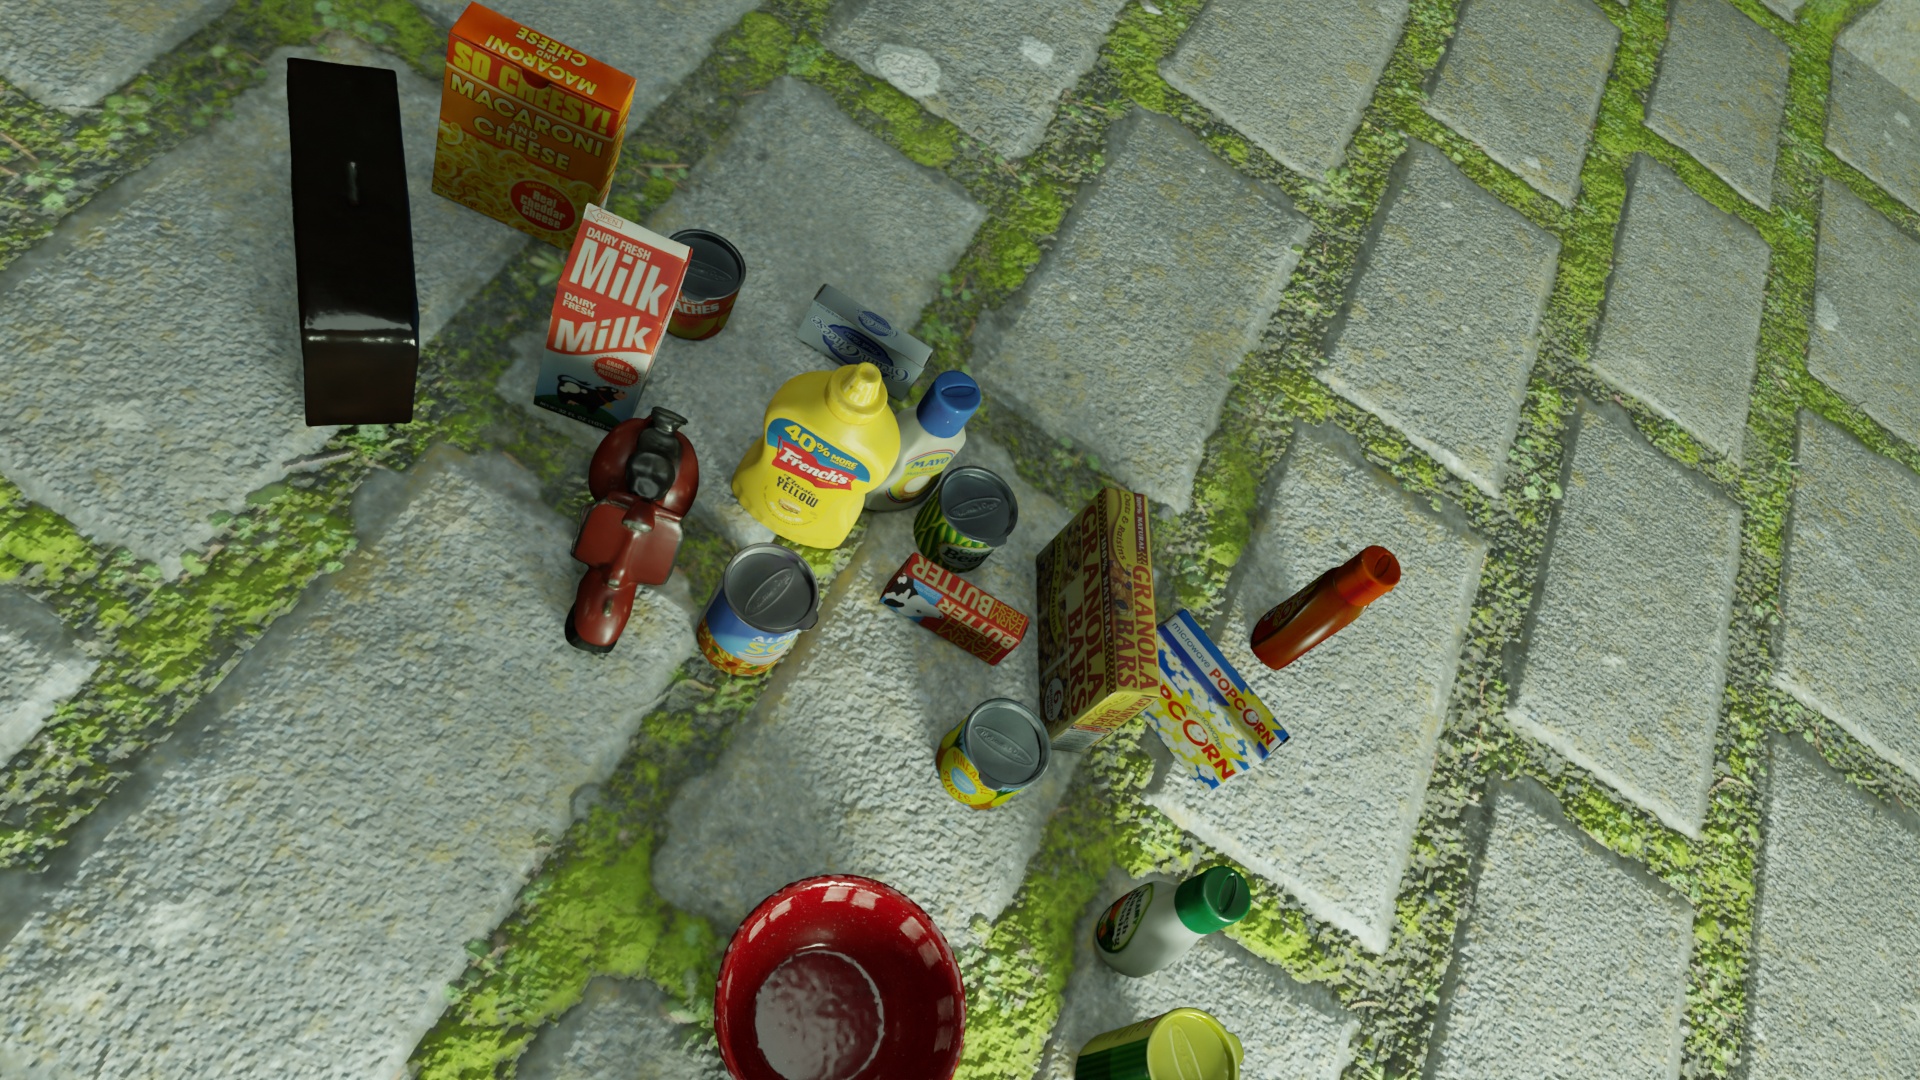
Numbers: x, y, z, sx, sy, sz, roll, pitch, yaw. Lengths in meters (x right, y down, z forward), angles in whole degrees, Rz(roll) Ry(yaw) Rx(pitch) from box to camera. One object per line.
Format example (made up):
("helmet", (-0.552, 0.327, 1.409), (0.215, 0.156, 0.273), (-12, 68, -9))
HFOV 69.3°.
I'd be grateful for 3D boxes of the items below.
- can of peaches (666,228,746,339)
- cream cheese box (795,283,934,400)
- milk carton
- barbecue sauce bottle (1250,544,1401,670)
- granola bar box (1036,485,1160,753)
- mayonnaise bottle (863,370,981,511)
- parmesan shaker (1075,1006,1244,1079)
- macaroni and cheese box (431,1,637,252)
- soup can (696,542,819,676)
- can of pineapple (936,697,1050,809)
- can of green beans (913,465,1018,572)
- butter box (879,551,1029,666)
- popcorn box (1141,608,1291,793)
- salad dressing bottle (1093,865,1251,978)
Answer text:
("can of peaches", (-0.207, -0.196, 1.080), (0.071, 0.057, 0.071), (11, 59, -19))
("cream cheese box", (-0.078, -0.159, 1.122), (0.104, 0.053, 0.024), (31, 55, -6))
("milk carton", (-0.240, -0.159, 0.963), (0.072, 0.189, 0.074), (21, 57, -13))
("barbecue sauce bottle", (0.294, 0.052, 1.117), (0.043, 0.147, 0.065), (42, 54, 1))
("granola bar box", (0.101, 0.061, 1.038), (0.039, 0.123, 0.166), (11, 59, -19))
("mayonnaise bottle", (-0.029, -0.073, 1.038), (0.065, 0.147, 0.041), (-10, 68, -29))
("parmesan shaker", (0.129, 0.347, 0.906), (0.071, 0.102, 0.071), (11, 59, -19))
("macaroni and cheese box", (-0.315, -0.295, 1.018), (0.124, 0.165, 0.040), (23, 56, -12))
("soup can", (-0.139, 0.051, 0.958), (0.071, 0.083, 0.071), (11, 59, -19))
("can of pineapple", (0.021, 0.154, 0.991), (0.071, 0.057, 0.071), (11, 59, -19))
("can of green beans", (0.003, -0.016, 1.077), (0.071, 0.057, 0.071), (11, 59, -19))
("butter box", (-0.004, 0.052, 1.038), (0.103, 0.053, 0.024), (30, 55, -7))
("popcorn box", (0.180, 0.123, 1.064), (0.038, 0.084, 0.127), (-33, 80, -34))
("salad dressing bottle", (0.142, 0.254, 0.936), (0.044, 0.147, 0.064), (33, 55, -5))
